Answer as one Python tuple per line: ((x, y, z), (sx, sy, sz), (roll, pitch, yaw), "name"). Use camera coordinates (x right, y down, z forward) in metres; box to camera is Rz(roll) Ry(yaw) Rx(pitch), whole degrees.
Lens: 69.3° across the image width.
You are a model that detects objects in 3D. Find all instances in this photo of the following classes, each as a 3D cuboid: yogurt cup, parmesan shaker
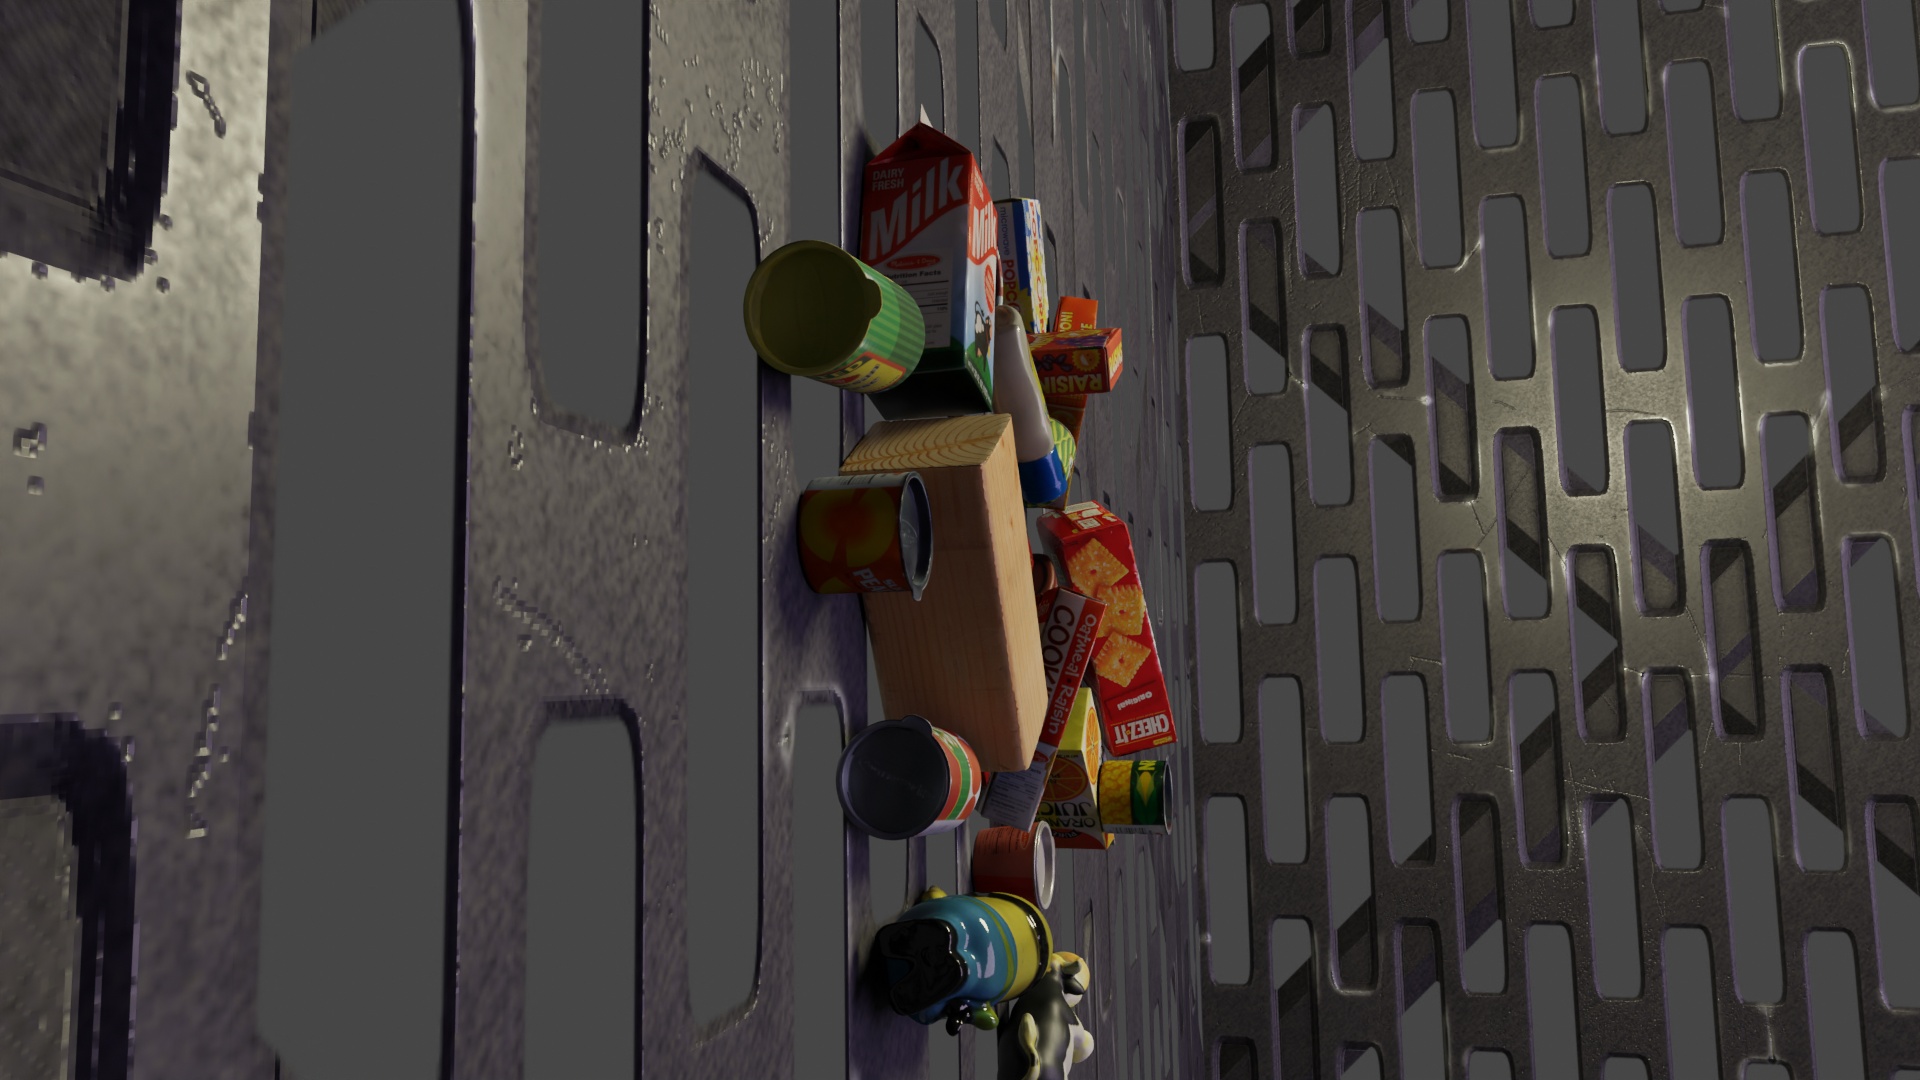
((0.041, 0.254, 1.088), (0.072, 0.054, 0.072), (-4, 91, -76), "yogurt cup")
((-0.059, -0.113, 0.721), (0.103, 0.071, 0.071), (1, 87, -76), "parmesan shaker")

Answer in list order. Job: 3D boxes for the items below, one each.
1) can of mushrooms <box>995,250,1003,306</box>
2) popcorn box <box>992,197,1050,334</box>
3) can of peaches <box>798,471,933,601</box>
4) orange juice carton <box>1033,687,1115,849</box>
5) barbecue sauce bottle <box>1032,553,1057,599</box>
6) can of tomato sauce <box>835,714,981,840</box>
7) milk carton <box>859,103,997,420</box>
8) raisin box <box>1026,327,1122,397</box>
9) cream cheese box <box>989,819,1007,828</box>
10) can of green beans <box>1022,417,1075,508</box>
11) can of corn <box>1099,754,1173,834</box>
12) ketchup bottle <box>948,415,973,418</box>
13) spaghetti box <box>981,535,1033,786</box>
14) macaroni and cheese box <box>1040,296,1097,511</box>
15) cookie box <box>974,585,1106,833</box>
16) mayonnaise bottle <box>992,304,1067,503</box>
((0.011, -0.207, 1.095), (0.071, 0.033, 0.071), (-3, 91, -75), "can of mushrooms")
((0.052, -0.243, 1.251), (0.085, 0.038, 0.126), (-47, 133, -73), "popcorn box")
((-0.051, -0.001, 0.762), (0.071, 0.058, 0.071), (-4, 92, -77), "can of peaches")
((0.094, 0.222, 1.268), (0.073, 0.072, 0.191), (-77, 159, -45), "orange juice carton")
((0.077, 0.081, 1.282), (0.147, 0.043, 0.065), (73, 18, -46), "barbecue sauce bottle")
((-0.028, 0.138, 0.811), (0.083, 0.071, 0.071), (37, 52, -73), "can of tomato sauce")
((-0.020, -0.179, 0.888), (0.072, 0.073, 0.191), (51, 38, -67), "milk carton")
((0.063, -0.141, 1.104), (0.086, 0.123, 0.040), (-54, 140, -68), "raisin box")
((0.040, 0.217, 1.153), (0.053, 0.024, 0.104), (17, 70, -74), "cream cheese box")
((0.064, -0.069, 1.213), (0.058, 0.071, 0.071), (-65, 149, -61), "can of green beans")
((0.159, 0.229, 1.250), (0.071, 0.058, 0.071), (-4, 91, -75), "can of corn")
((0.004, -0.013, 1.011), (0.064, 0.043, 0.149), (65, 27, -67), "ketchup bottle")
((0.013, 0.079, 1.018), (0.251, 0.050, 0.028), (-75, 159, -52), "spaghetti box")
((0.097, -0.129, 1.323), (0.165, 0.040, 0.124), (96, 3, -49), "macaroni and cheese box")
((0.051, 0.119, 1.006), (0.123, 0.040, 0.167), (128, -18, -82), "cookie box")
((0.045, -0.099, 1.043), (0.065, 0.041, 0.147), (-104, 175, -63), "mayonnaise bottle")
